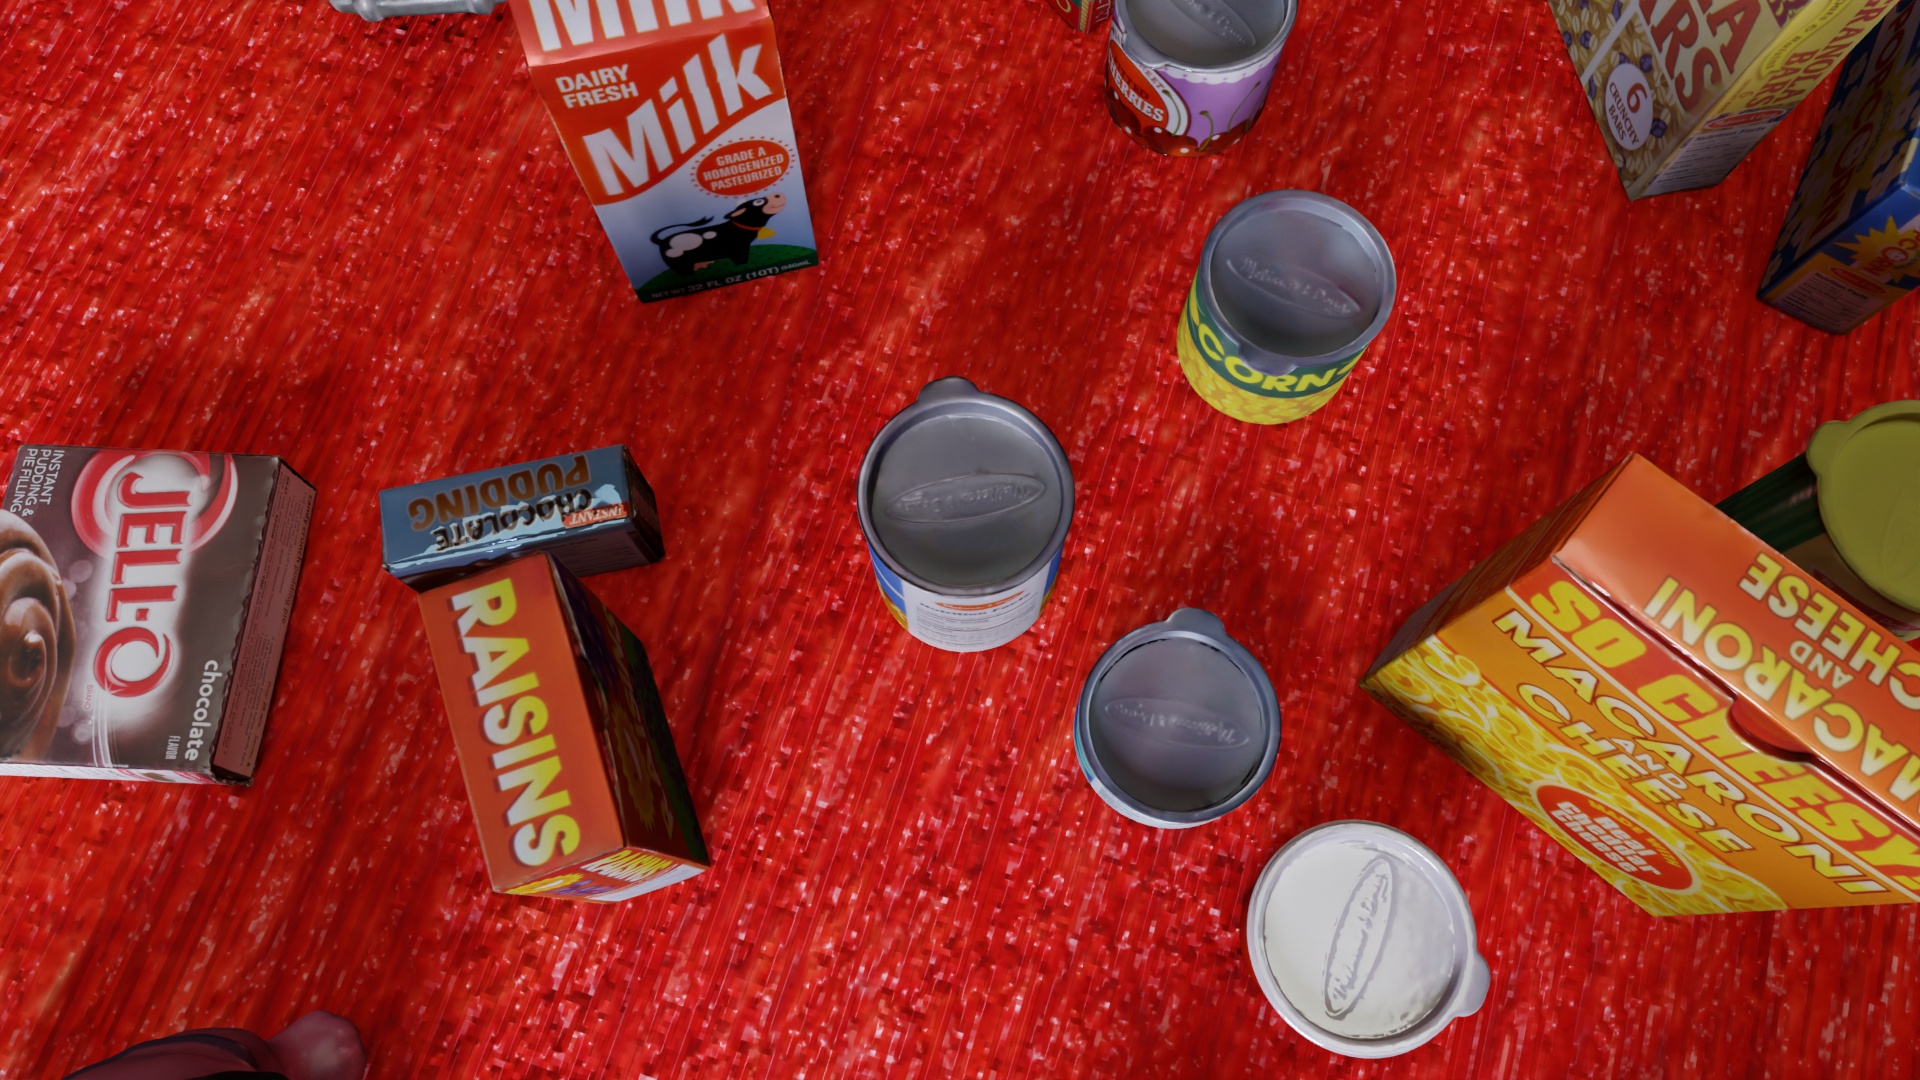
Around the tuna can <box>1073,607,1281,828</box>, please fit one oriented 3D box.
[{"bbox_3d":[0.072,0.060,0.465,0.071,0.032,0.071,0,73,0],"label":"tuna can"}]

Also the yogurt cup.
[{"bbox_3d":[0.119,0.124,0.435,0.072,0.053,0.072,0,73,0],"label":"yogurt cup"}]

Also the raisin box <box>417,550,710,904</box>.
[{"bbox_3d":[-0.114,0.062,0.418,0.040,0.123,0.086,-19,74,-5],"label":"raisin box"}]

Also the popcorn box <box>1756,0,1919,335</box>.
[{"bbox_3d":[0.345,-0.148,0.501,0.038,0.085,0.127,26,75,7],"label":"popcorn box"}]

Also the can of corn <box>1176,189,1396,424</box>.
[{"bbox_3d":[0.112,-0.079,0.494,0.071,0.058,0.071,0,73,0],"label":"can of corn"}]

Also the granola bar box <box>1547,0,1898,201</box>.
[{"bbox_3d":[0.258,-0.228,0.505,0.039,0.124,0.166,-12,74,-3],"label":"granola bar box"}]

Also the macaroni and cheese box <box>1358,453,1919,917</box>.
[{"bbox_3d":[0.196,0.052,0.398,0.124,0.166,0.040,39,78,11],"label":"macaroni and cheese box"}]

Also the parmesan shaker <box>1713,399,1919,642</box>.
[{"bbox_3d":[0.277,0.003,0.446,0.071,0.103,0.071,0,74,0],"label":"parmesan shaker"}]

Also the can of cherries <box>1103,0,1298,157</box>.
[{"bbox_3d":[0.087,-0.187,0.527,0.071,0.058,0.071,0,73,0],"label":"can of cherries"}]

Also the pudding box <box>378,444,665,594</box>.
[{"bbox_3d":[-0.149,-0.004,0.476,0.084,0.049,0.030,-12,74,-3],"label":"pudding box"}]

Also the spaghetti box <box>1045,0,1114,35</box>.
[{"bbox_3d":[-0.020,-0.307,0.567,0.029,0.050,0.250,-39,77,-10],"label":"spaghetti box"}]

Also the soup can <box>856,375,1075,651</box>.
[{"bbox_3d":[0.002,-0.006,0.459,0.071,0.083,0.071,0,74,0],"label":"soup can"}]

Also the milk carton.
[{"bbox_3d":[-0.095,-0.156,0.448,0.072,0.190,0.073,-14,74,-4],"label":"milk carton"}]
